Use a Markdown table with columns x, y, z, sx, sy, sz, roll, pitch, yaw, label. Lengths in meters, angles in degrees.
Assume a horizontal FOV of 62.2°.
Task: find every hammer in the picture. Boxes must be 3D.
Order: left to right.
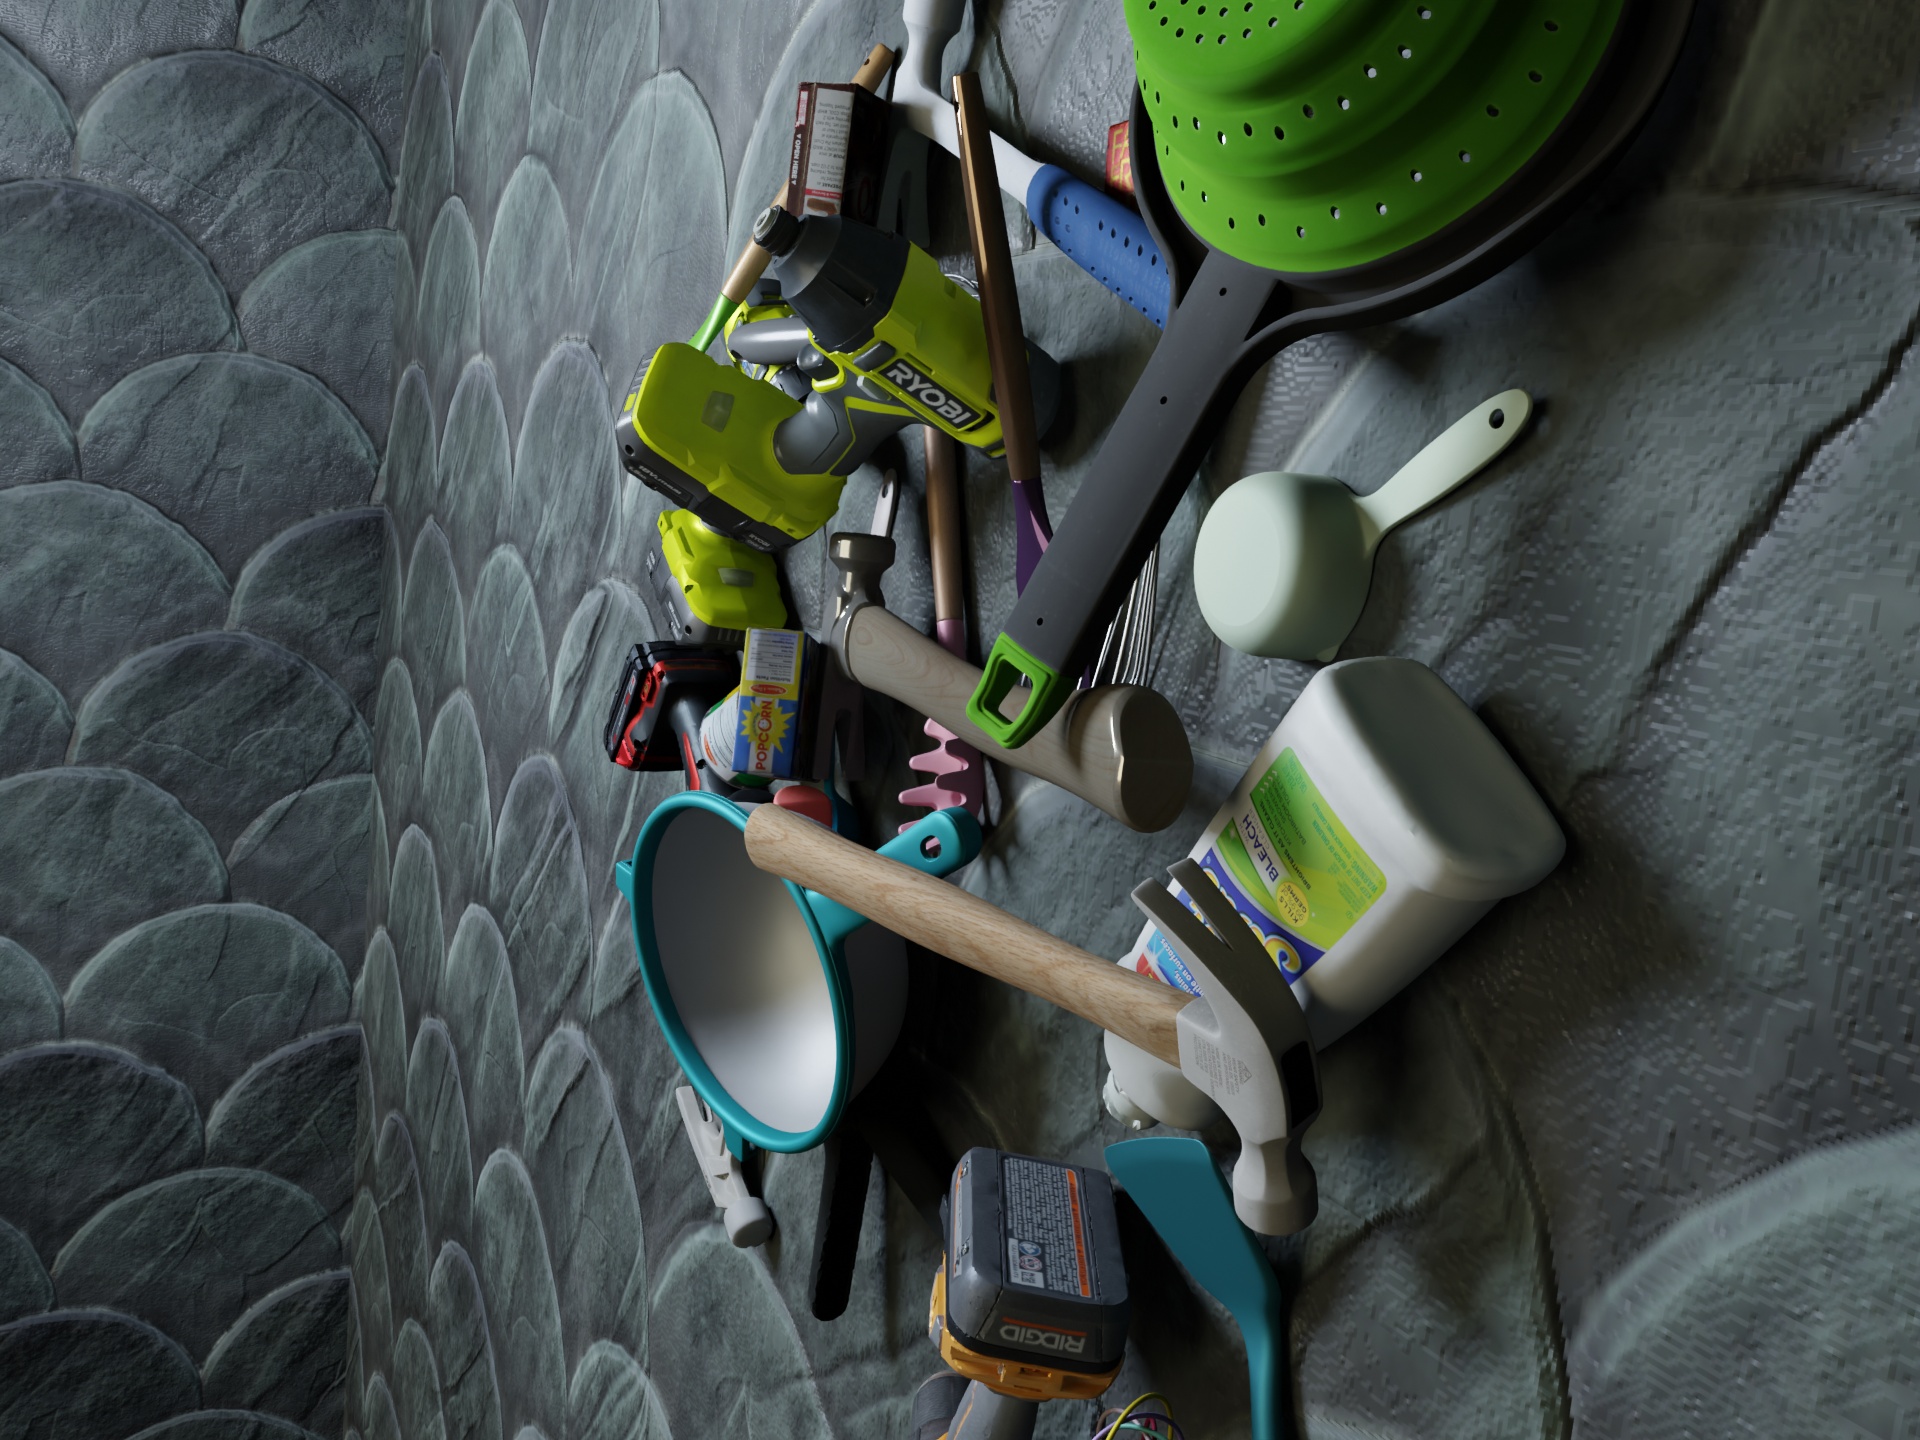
| x | y | z | sx | sy | sz | roll | pitch | yaw | label |
| --- | --- | --- | --- | --- | --- | --- | --- | --- | --- |
| -0.139 | 0.188 | 1.081 | 0.149 | 0.036 | 0.358 | 56 | 141 | 46 | hammer |
| -0.001 | -0.002 | 0.754 | 0.411 | 0.038 | 0.146 | -152 | 67 | -68 | hammer |
| 0.011 | 0.090 | 0.673 | 0.331 | 0.031 | 0.130 | 19 | 125 | 46 | hammer |
| 0.035 | -0.251 | 0.765 | 0.406 | 0.035 | 0.144 | -122 | 38 | -52 | hammer |

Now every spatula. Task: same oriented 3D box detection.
| x | y | z | sx | sy | sz | roll | pitch | yaw | label |
| --- | --- | --- | --- | --- | --- | --- | --- | --- | --- |
| 0.029 | -0.141 | 0.756 | 0.060 | 0.018 | 0.315 | 20 | 123 | 59 | spatula |
| 0.118 | 0.326 | 0.632 | 0.082 | 0.044 | 0.318 | -33 | 62 | 59 | spatula |

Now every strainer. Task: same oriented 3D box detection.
| x | y | z | sx | sy | sz | roll | pitch | yaw | label |
| --- | --- | --- | --- | --- | --- | --- | --- | --- | --- |
| -0.062 | 0.107 | 0.867 | 0.340 | 0.095 | 0.211 | -36 | 75 | 48 | strainer |

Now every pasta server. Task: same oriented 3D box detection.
| x | y | z | sx | sy | sz | roll | pitch | yaw | label |
| --- | --- | --- | --- | --- | --- | --- | --- | --- | --- |
| -0.014 | -0.082 | 0.890 | 0.060 | 0.040 | 0.316 | 153 | 116 | -66 | pasta server |

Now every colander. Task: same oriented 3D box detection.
| x | y | z | sx | sy | sz | roll | pitch | yaw | label |
| --- | --- | --- | --- | --- | --- | --- | --- | --- | --- |
| 0.083 | -0.170 | 0.534 | 0.205 | 0.094 | 0.397 | 40 | 106 | 40 | colander |

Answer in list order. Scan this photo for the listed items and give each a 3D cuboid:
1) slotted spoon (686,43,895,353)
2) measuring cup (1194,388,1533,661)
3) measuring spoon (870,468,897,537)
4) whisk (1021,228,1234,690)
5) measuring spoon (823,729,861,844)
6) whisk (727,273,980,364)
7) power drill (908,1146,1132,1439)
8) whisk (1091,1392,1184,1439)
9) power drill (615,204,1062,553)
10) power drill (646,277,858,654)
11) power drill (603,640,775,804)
| x | y | z | sx | sy | sz | roll | pitch | yaw | label |
| --- | --- | --- | --- | --- | --- | --- | --- | --- | --- |
| -0.135 | -0.295 | 1.025 | 0.313 | 0.031 | 0.070 | -53 | 41 | 16 | slotted spoon |
| 0.144 | -0.079 | 0.601 | 0.167 | 0.038 | 0.083 | -41 | 54 | 56 | measuring cup |
| -0.061 | -0.099 | 0.993 | 0.034 | 0.018 | 0.124 | 46 | 127 | 52 | measuring spoon |
| 0.085 | -0.096 | 0.707 | 0.058 | 0.059 | 0.246 | -110 | 36 | -64 | whisk |
| -0.076 | 0.030 | 1.025 | 0.042 | 0.021 | 0.129 | 128 | 144 | -58 | measuring spoon |
| -0.063 | -0.223 | 0.918 | 0.239 | 0.055 | 0.055 | 9 | 98 | 46 | whisk |
| 0.013 | 0.319 | 0.760 | 0.185 | 0.084 | 0.226 | -90 | 13 | -73 | power drill |
| 0.075 | 0.384 | 0.682 | 0.047 | 0.051 | 0.244 | -56 | -32 | -61 | whisk |
| -0.079 | -0.177 | 0.837 | 0.223 | 0.171 | 0.080 | -19 | 49 | 49 | power drill |
| -0.133 | -0.157 | 1.069 | 0.228 | 0.080 | 0.191 | -64 | 36 | 32 | power drill |
| -0.195 | 0.071 | 1.175 | 0.227 | 0.080 | 0.187 | 62 | 141 | 36 | power drill |
